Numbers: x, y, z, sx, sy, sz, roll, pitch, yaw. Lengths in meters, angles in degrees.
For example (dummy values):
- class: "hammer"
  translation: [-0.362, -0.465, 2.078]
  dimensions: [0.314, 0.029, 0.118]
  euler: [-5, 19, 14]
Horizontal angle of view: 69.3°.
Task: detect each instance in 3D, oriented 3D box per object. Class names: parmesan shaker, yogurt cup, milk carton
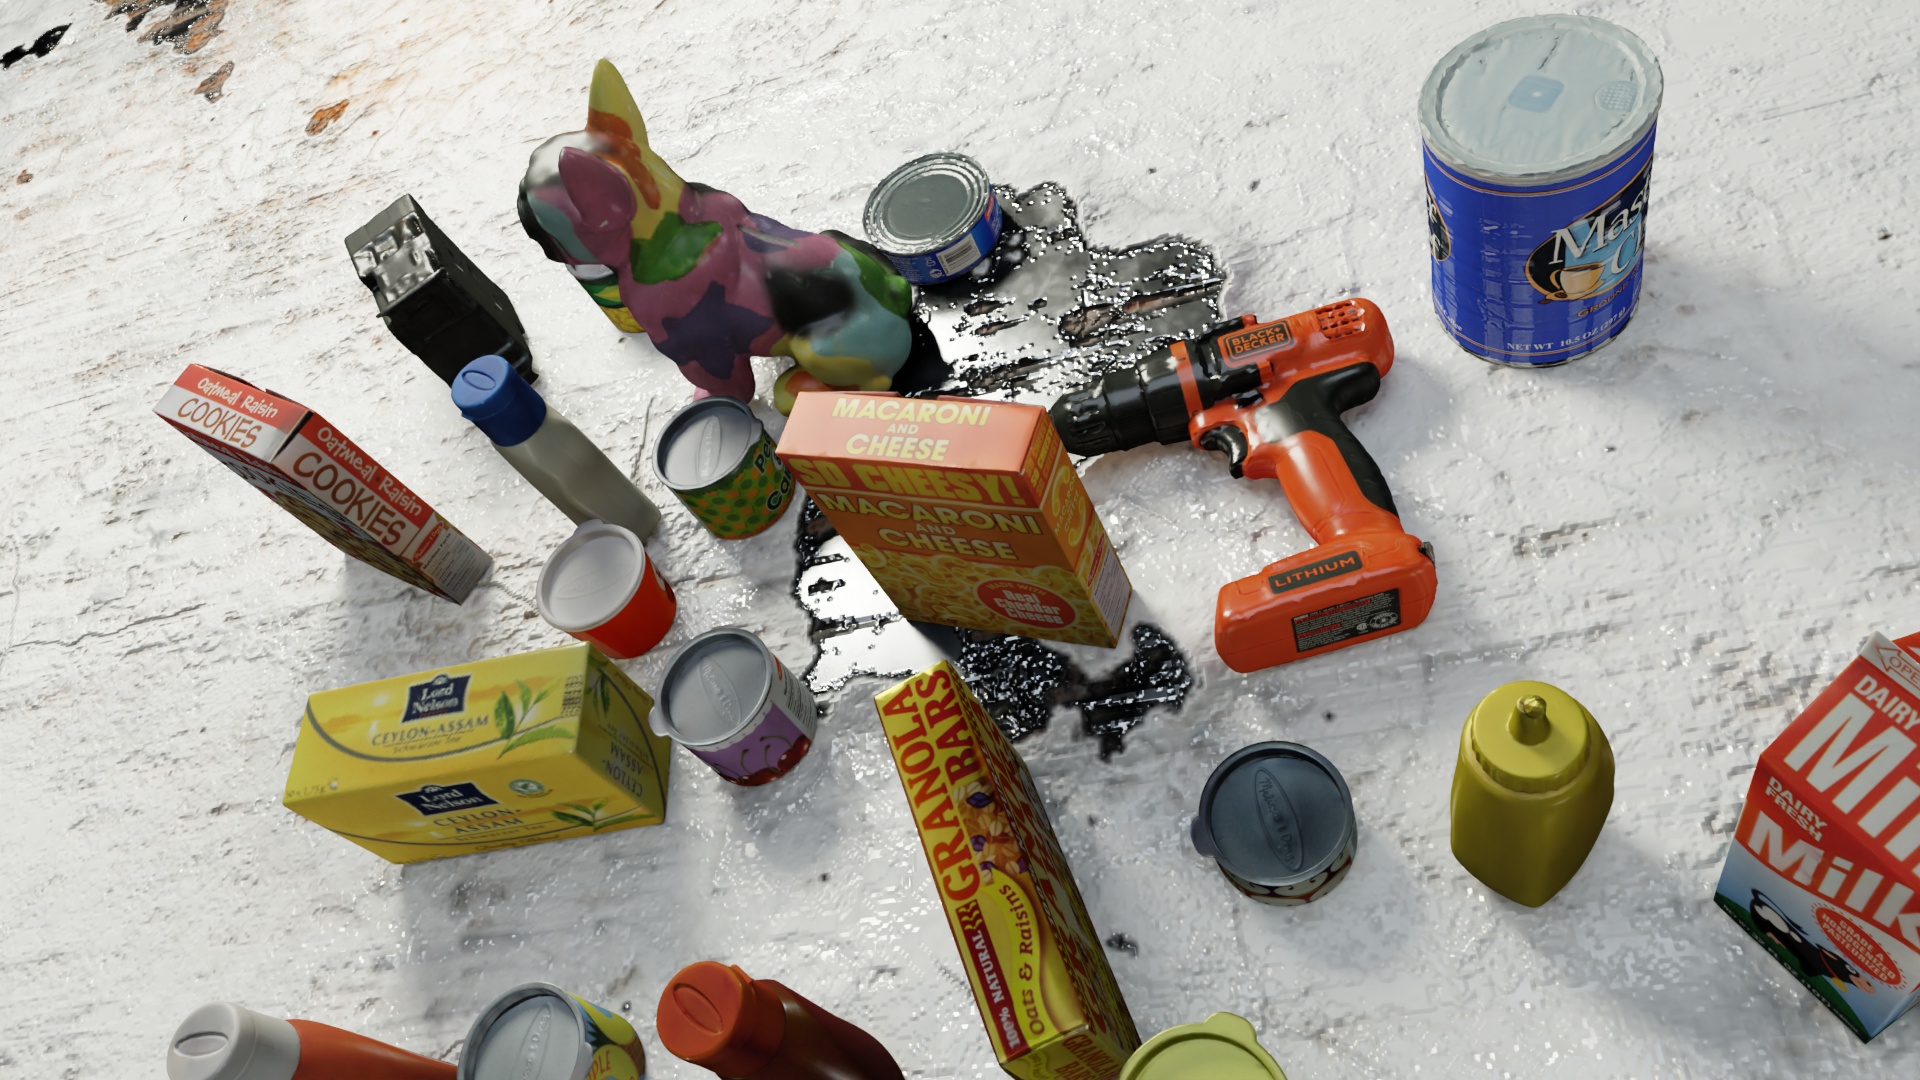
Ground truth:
- class: "parmesan shaker"
  translation: [0.101, 0.224, 0.522]
  dimensions: [0.071, 0.102, 0.071]
  euler: [-10, 56, 16]
- class: "yogurt cup"
  translation: [-0.199, 0.032, 0.794]
  dimensions: [0.072, 0.053, 0.073]
  euler: [-10, 56, 16]
- class: "milk carton"
  translation: [0.316, 0.097, 0.464]
  dimensions: [0.073, 0.190, 0.072]
  euler: [-36, 53, -3]

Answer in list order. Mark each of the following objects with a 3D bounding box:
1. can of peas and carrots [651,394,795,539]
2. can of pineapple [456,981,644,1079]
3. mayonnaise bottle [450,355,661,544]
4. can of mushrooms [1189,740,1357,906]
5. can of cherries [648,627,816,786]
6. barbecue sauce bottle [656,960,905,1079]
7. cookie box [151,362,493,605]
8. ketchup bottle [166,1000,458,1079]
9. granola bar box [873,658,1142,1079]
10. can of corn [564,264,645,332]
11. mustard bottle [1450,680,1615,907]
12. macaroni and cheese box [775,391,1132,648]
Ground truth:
- class: "can of peas and carrots"
  translation: [-0.136, -0.043, 0.814]
  dimensions: [0.071, 0.058, 0.071]
  euler: [-10, 56, 16]
- class: "can of pineapple"
  translation: [-0.189, 0.248, 0.650]
  dimensions: [0.071, 0.057, 0.071]
  euler: [-10, 56, 16]
- class: "mayonnaise bottle"
  translation: [-0.233, -0.049, 0.801]
  dimensions: [0.065, 0.147, 0.041]
  euler: [23, 70, 32]
- class: "can of mushrooms"
  translation: [0.138, 0.126, 0.613]
  dimensions: [0.071, 0.033, 0.071]
  euler: [-10, 56, 16]
- class: "can of cherries"
  translation: [-0.118, 0.088, 0.723]
  dimensions: [0.071, 0.058, 0.072]
  euler: [-10, 56, 16]
- class: "barbecue sauce bottle"
  translation: [-0.073, 0.209, 0.572]
  dimensions: [0.065, 0.148, 0.044]
  euler: [31, 74, 34]
- class: "cookie box"
  translation: [-0.379, -0.032, 0.836]
  dimensions: [0.123, 0.167, 0.040]
  euler: [18, 68, 30]
- class: "ketchup bottle"
  translation: [-0.291, 0.247, 0.634]
  dimensions: [0.064, 0.148, 0.044]
  euler: [-11, 56, 15]
- class: "granola bar box"
  translation: [0.023, 0.149, 0.588]
  dimensions: [0.039, 0.123, 0.166]
  euler: [-26, 53, 4]
- class: "can of corn"
  translation: [-0.221, -0.183, 0.938]
  dimensions: [0.071, 0.058, 0.071]
  euler: [-10, 56, 16]
- class: "mustard bottle"
  translation: [0.216, 0.089, 0.527]
  dimensions: [0.049, 0.159, 0.065]
  euler: [32, 75, 34]
- class: "macaroni and cheese box"
  translation: [0.002, -0.008, 0.670]
  dimensions: [0.124, 0.166, 0.040]
  euler: [6, 62, 25]
